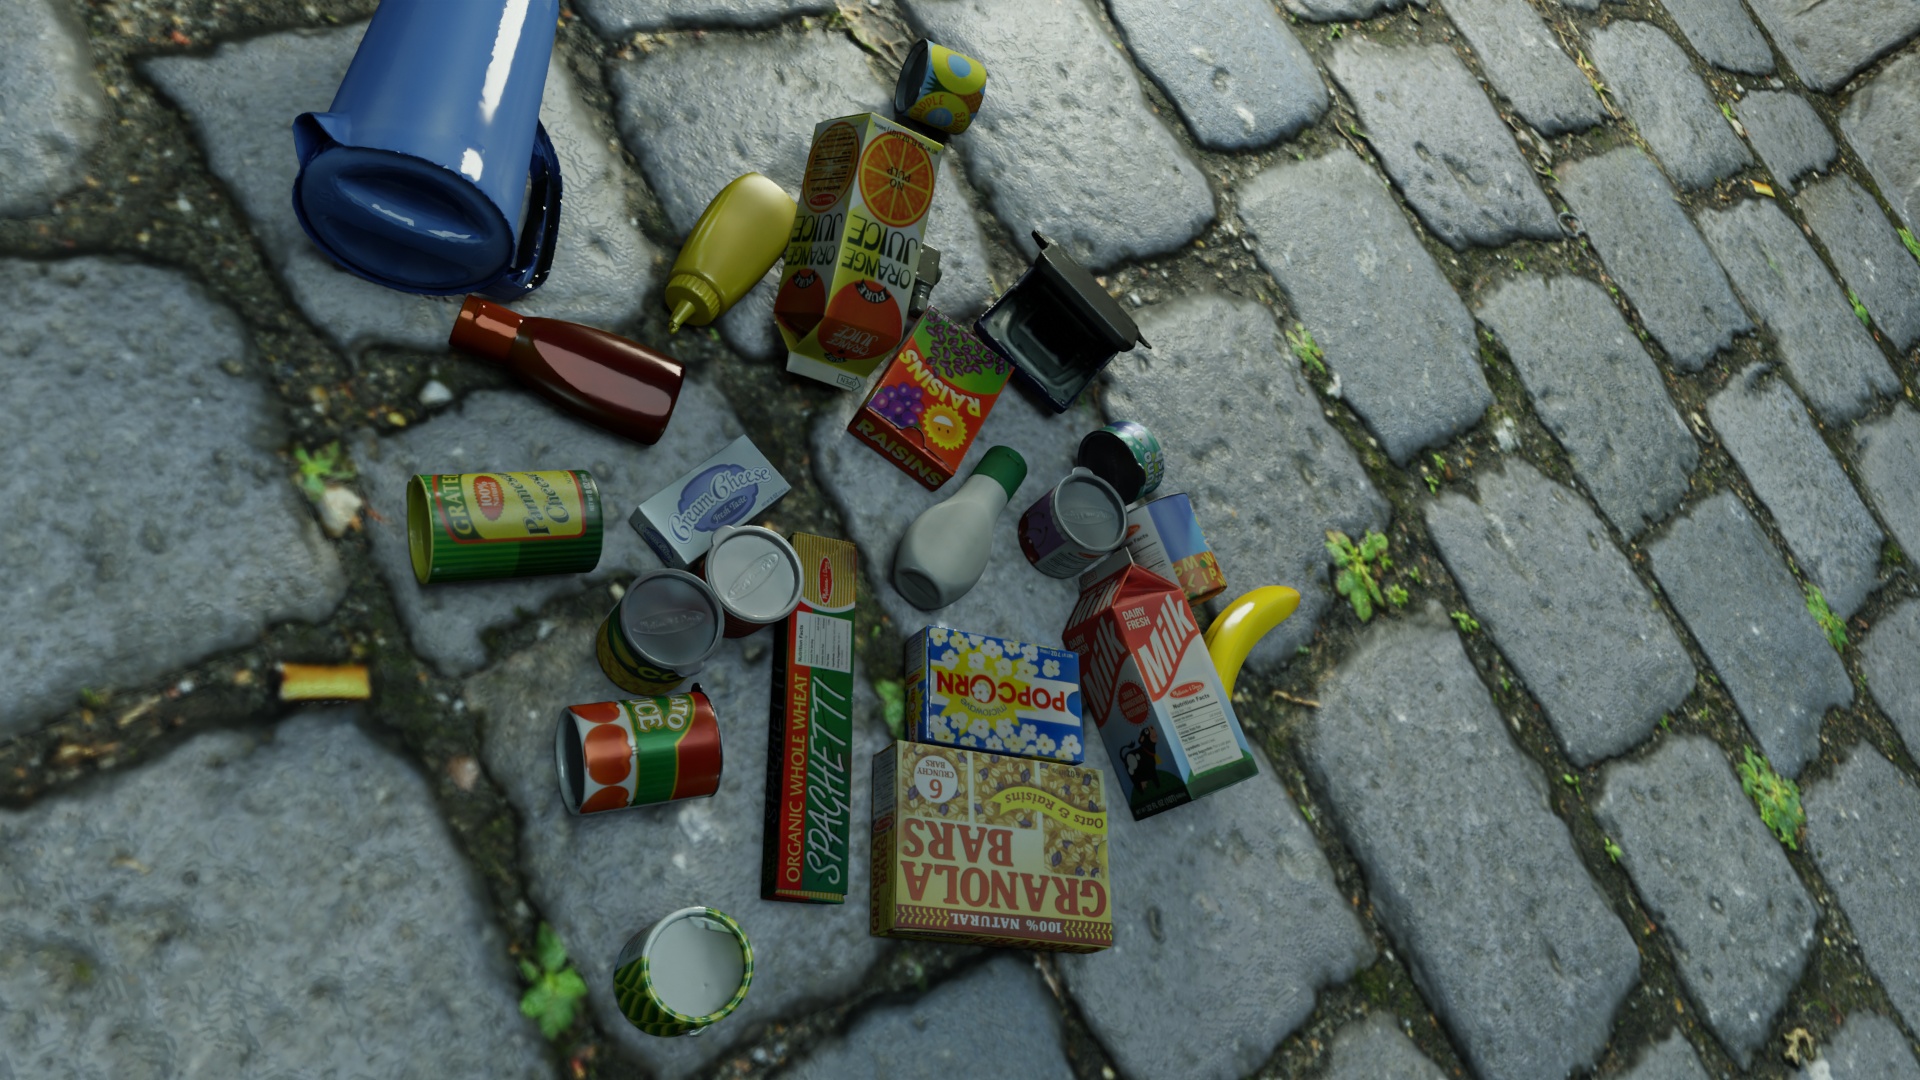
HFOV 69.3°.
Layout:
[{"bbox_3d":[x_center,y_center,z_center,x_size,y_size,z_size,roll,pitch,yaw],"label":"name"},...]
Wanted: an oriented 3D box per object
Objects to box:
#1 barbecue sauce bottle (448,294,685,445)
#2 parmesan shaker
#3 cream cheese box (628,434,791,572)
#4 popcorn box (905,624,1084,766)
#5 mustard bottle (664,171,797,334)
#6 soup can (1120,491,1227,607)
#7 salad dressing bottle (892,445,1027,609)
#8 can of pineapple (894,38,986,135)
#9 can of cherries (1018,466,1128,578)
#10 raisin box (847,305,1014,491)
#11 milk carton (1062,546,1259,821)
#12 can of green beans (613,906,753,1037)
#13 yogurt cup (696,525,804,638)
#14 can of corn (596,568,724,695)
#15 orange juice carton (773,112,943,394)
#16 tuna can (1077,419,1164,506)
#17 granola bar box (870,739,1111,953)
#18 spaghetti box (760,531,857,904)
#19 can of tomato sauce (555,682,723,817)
[{"bbox_3d":[-0.263,-0.119,0.932,0.148,0.043,0.065,22,57,-19],"label":"barbecue sauce bottle"},{"bbox_3d":[-0.280,-0.012,0.855,0.103,0.071,0.071,-5,69,-32],"label":"parmesan shaker"},{"bbox_3d":[-0.171,-0.025,0.952,0.053,0.024,0.104,48,52,0],"label":"cream cheese box"},{"bbox_3d":[0.023,0.114,0.988,0.127,0.038,0.085,12,60,-25],"label":"popcorn box"},{"bbox_3d":[-0.177,-0.204,1.021,0.065,0.048,0.161,40,53,-15],"label":"mustard bottle"},{"bbox_3d":[0.168,0.012,1.107,0.071,0.071,0.084,-14,75,-35],"label":"soup can"},{"bbox_3d":[0.004,-0.013,1.037,0.064,0.043,0.148,40,52,-6],"label":"salad dressing bottle"},{"bbox_3d":[-0.017,-0.389,1.197,0.058,0.070,0.071,14,60,-25],"label":"can of pineapple"},{"bbox_3d":[0.087,-0.013,1.077,0.071,0.058,0.072,13,61,-24],"label":"can of cherries"},{"bbox_3d":[-0.021,-0.110,1.073,0.086,0.040,0.124,37,54,-11],"label":"raisin box"},{"bbox_3d":[0.141,0.103,1.042,0.074,0.072,0.191,-12,74,-34],"label":"milk carton"},{"bbox_3d":[-0.159,0.249,0.800,0.071,0.057,0.071,13,61,-25],"label":"can of green beans"},{"bbox_3d":[-0.144,0.031,0.920,0.072,0.053,0.072,13,61,-25],"label":"yogurt cup"},{"bbox_3d":[-0.189,0.061,0.876,0.071,0.058,0.071,13,61,-25],"label":"can of corn"},{"bbox_3d":[-0.080,-0.211,1.033,0.072,0.073,0.192,13,89,-40],"label":"orange juice carton"},{"bbox_3d":[0.131,-0.062,1.120,0.033,0.070,0.071,-26,82,-37],"label":"tuna can"},{"bbox_3d":[0.023,0.209,0.940,0.166,0.039,0.124,12,61,-25],"label":"granola bar box"},{"bbox_3d":[-0.099,0.114,0.921,0.050,0.028,0.251,13,61,-25],"label":"spaghetti box"},{"bbox_3d":[-0.194,0.126,0.835,0.083,0.071,0.071,-4,69,-31],"label":"can of tomato sauce"}]
